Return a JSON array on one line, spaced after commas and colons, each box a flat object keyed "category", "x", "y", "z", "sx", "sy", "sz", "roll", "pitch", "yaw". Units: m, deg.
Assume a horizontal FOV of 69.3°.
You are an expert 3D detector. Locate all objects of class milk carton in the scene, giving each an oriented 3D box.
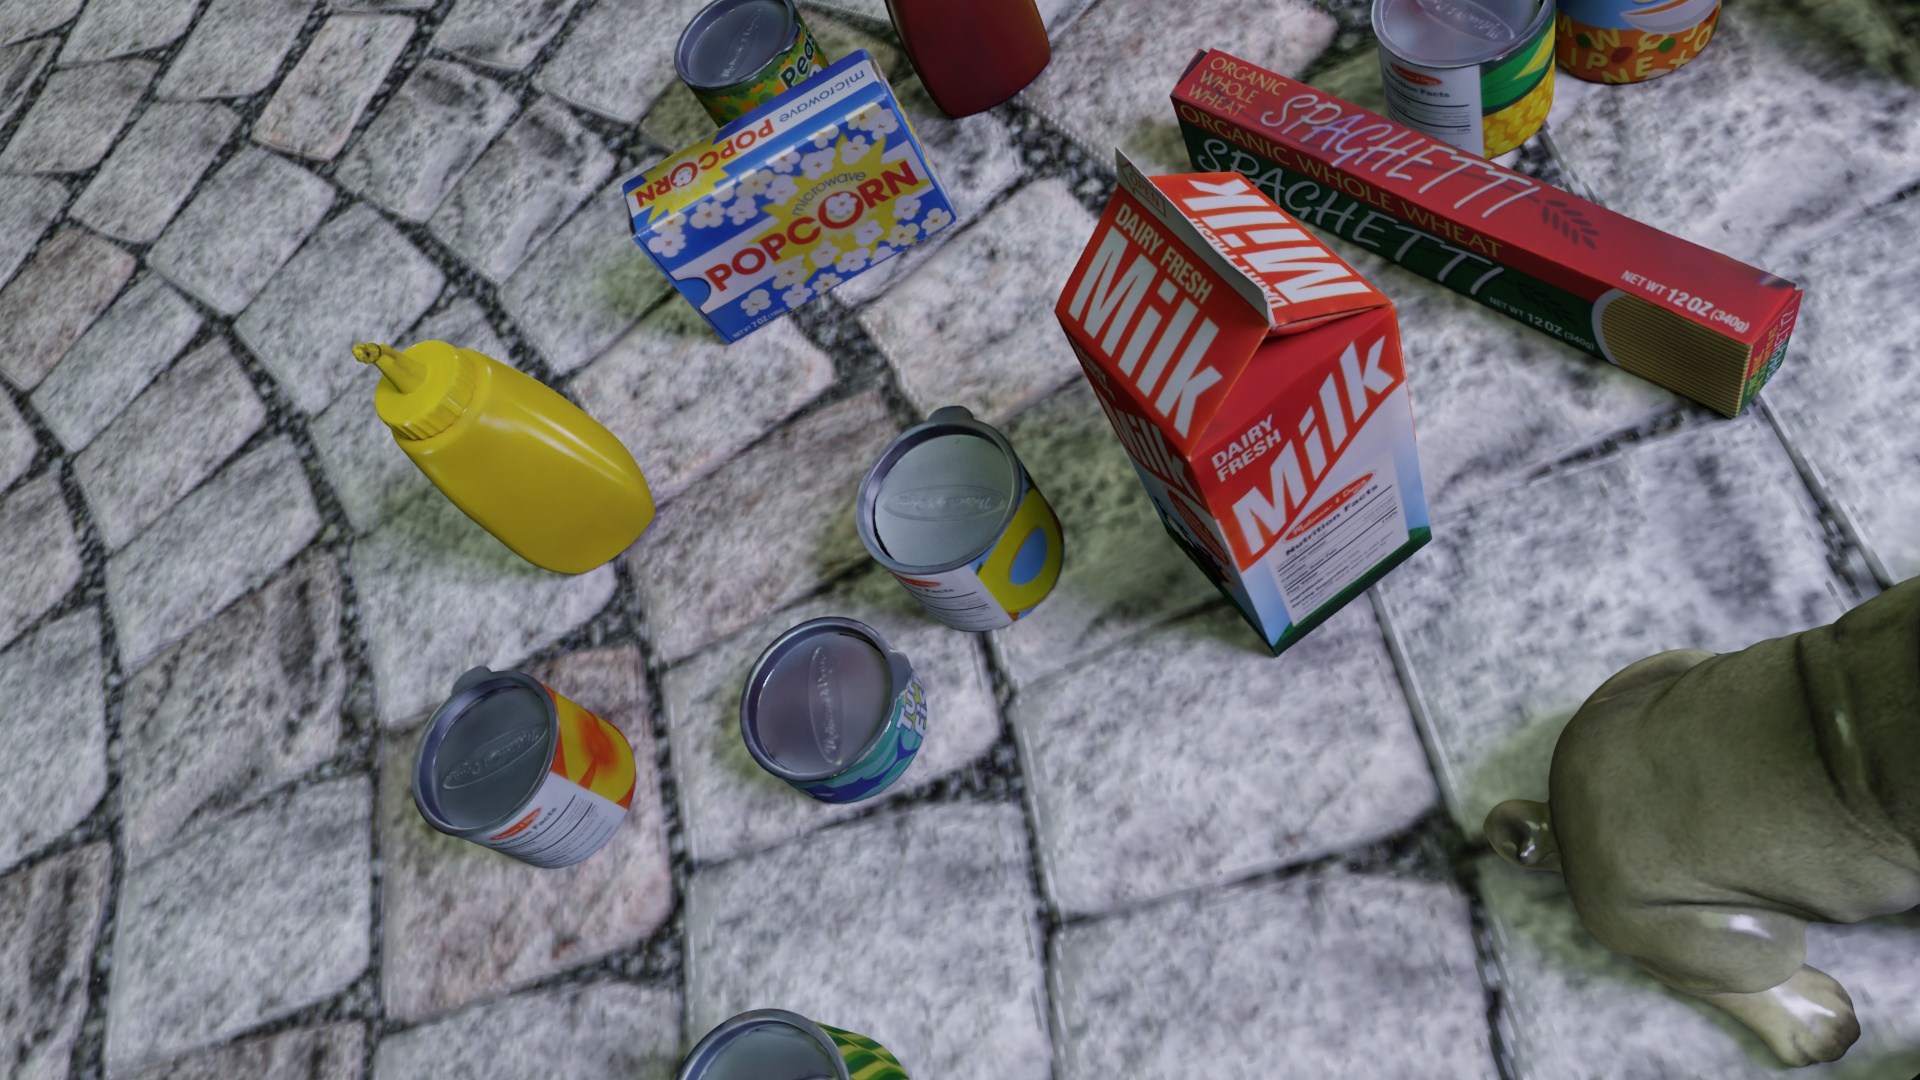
[{"category": "milk carton", "x": 0.091, "y": -0.043, "z": 0.438, "sx": 0.073, "sy": 0.190, "sz": 0.072, "roll": -37, "pitch": 56, "yaw": 1}]

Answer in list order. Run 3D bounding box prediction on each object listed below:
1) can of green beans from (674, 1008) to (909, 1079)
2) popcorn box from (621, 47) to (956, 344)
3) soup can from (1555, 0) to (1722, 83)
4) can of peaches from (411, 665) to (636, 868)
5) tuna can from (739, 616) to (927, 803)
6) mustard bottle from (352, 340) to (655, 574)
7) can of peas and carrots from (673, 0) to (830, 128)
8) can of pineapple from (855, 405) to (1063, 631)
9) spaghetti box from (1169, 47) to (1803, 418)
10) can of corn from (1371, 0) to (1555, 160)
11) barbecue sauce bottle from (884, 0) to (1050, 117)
[{"category": "can of green beans", "x": -0.053, "y": 0.192, "z": 0.454, "sx": 0.071, "sy": 0.057, "sz": 0.071, "roll": -10, "pitch": 61, "yaw": 18}, {"category": "popcorn box", "x": -0.075, "y": -0.152, "z": 0.627, "sx": 0.126, "sy": 0.085, "sz": 0.038, "roll": -27, "pitch": 57, "yaw": 7}, {"category": "soup can", "x": 0.260, "y": -0.226, "z": 0.529, "sx": 0.071, "sy": 0.083, "sz": 0.071, "roll": -10, "pitch": 61, "yaw": 18}, {"category": "can of peaches", "x": -0.173, "y": 0.091, "z": 0.556, "sx": 0.071, "sy": 0.058, "sz": 0.071, "roll": -10, "pitch": 61, "yaw": 18}, {"category": "tuna can", "x": -0.046, "y": 0.065, "z": 0.533, "sx": 0.071, "sy": 0.032, "sz": 0.071, "roll": -10, "pitch": 61, "yaw": 18}, {"category": "mustard bottle", "x": -0.190, "y": -0.041, "z": 0.571, "sx": 0.065, "sy": 0.159, "sz": 0.049, "roll": -37, "pitch": 56, "yaw": 1}, {"category": "can of peas and carrots", "x": -0.097, "y": -0.232, "z": 0.694, "sx": 0.071, "sy": 0.058, "sz": 0.071, "roll": -10, "pitch": 61, "yaw": 18}, {"category": "can of pineapple", "x": 0.002, "y": -0.007, "z": 0.535, "sx": 0.071, "sy": 0.057, "sz": 0.071, "roll": -10, "pitch": 61, "yaw": 18}, {"category": "spaghetti box", "x": 0.184, "y": -0.123, "z": 0.526, "sx": 0.250, "sy": 0.050, "sz": 0.029, "roll": 37, "pitch": 82, "yaw": 33}, {"category": "can of corn", "x": 0.202, "y": -0.195, "z": 0.551, "sx": 0.071, "sy": 0.058, "sz": 0.071, "roll": -10, "pitch": 61, "yaw": 18}, {"category": "barbecue sauce bottle", "x": -0.010, "y": -0.259, "z": 0.618, "sx": 0.065, "sy": 0.148, "sz": 0.044, "roll": -29, "pitch": 57, "yaw": 7}]
